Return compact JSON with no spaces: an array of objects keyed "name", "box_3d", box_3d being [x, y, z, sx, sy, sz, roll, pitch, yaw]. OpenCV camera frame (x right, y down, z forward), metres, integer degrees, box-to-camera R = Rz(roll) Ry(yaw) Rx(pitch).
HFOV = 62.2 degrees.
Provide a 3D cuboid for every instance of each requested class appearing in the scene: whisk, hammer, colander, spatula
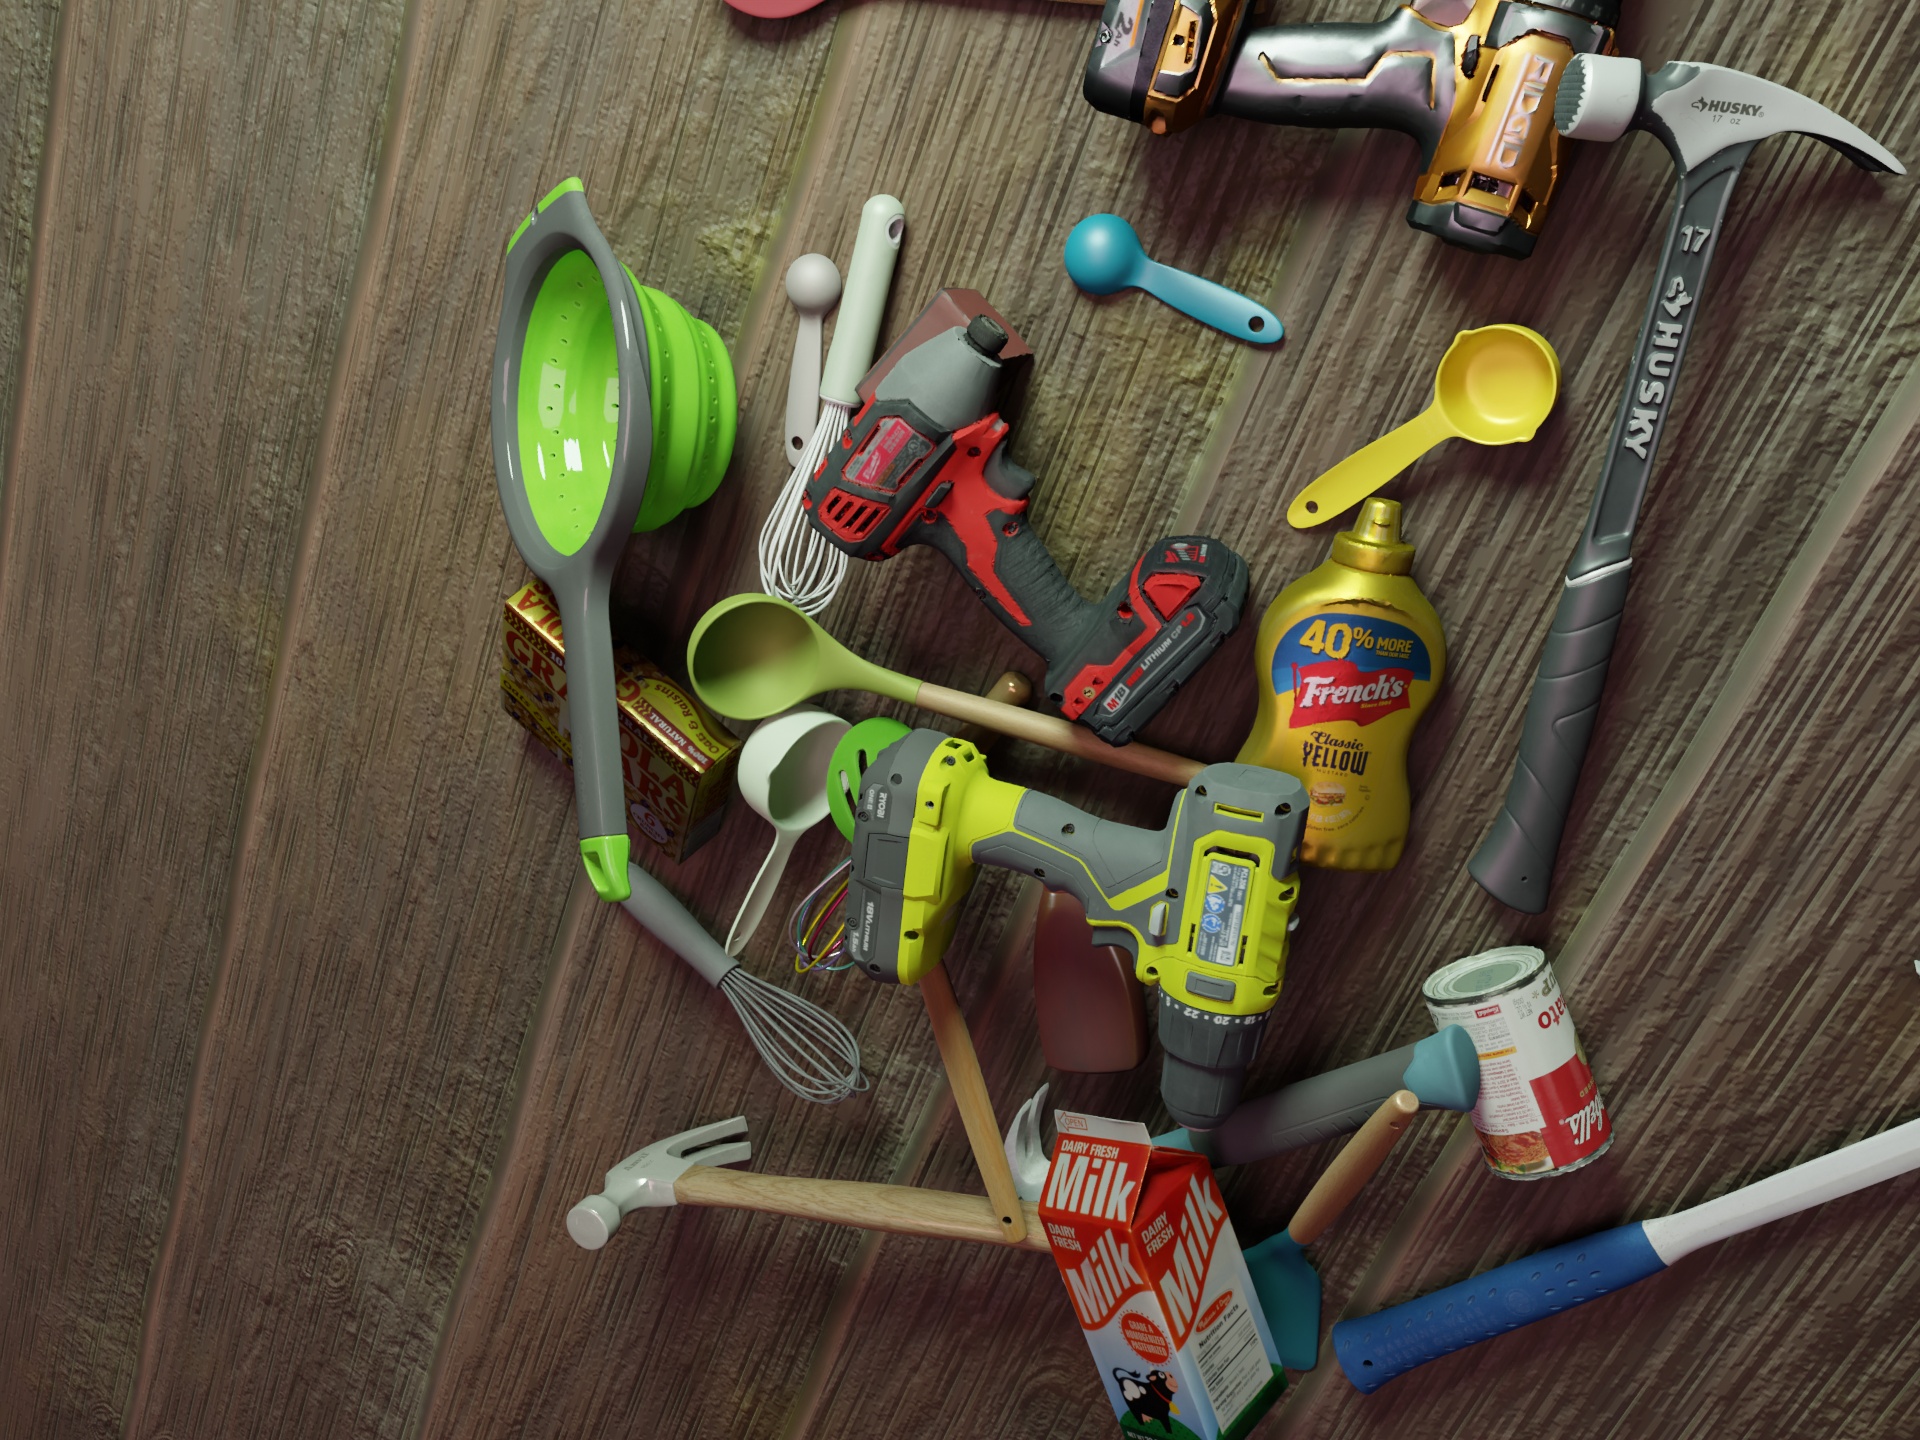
[{"name":"whisk","box_3d":[-0.071,-0.177,0.913,0.059,0.057,0.246,23,107,27]},{"name":"whisk","box_3d":[-0.032,0.068,0.962,0.051,0.047,0.245,42,113,10]},{"name":"hammer","box_3d":[0.373,0.266,0.838,0.405,0.035,0.144,-34,89,27]},{"name":"whisk","box_3d":[-0.151,0.166,1.041,0.239,0.055,0.055,40,116,15]},{"name":"colander","box_3d":[-0.183,-0.098,0.909,0.204,0.094,0.397,-13,82,54]},{"name":"hammer","box_3d":[0.148,0.237,0.896,0.331,0.033,0.128,-32,90,40]},{"name":"spatula","box_3d":[0.191,0.276,0.853,0.082,0.044,0.317,14,143,4]},{"name":"hammer","box_3d":[-0.072,0.300,0.993,0.331,0.130,0.031,-1,104,22]},{"name":"hammer","box_3d":[0.313,-0.091,0.756,0.149,0.036,0.408,6,113,-3]}]

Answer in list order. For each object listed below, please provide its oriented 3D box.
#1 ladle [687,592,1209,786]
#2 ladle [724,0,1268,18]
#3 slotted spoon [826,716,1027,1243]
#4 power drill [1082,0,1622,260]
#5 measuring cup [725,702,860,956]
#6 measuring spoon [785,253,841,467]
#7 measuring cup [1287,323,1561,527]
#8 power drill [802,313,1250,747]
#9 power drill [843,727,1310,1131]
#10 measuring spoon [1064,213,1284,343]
[{"name":"ladle","box_3d":[-0.001,-0.003,0.893,0.320,0.062,0.078,16,117,11]},{"name":"ladle","box_3d":[0.006,-0.392,0.832,0.315,0.031,0.069,15,112,18]},{"name":"slotted spoon","box_3d":[-0.014,0.149,0.923,0.070,0.031,0.314,-19,86,20]},{"name":"power drill","box_3d":[0.189,-0.333,0.730,0.226,0.084,0.185,20,111,7]},{"name":"measuring cup","box_3d":[-0.119,0.065,0.971,0.038,0.083,0.167,33,106,31]},{"name":"measuring spoon","box_3d":[-0.093,-0.208,0.928,0.034,0.018,0.124,14,110,20]},{"name":"measuring cup","box_3d":[0.231,-0.143,0.804,0.156,0.029,0.062,-34,89,39]},{"name":"power drill","box_3d":[0.039,-0.102,0.835,0.219,0.079,0.143,38,117,-6]},{"name":"power drill","box_3d":[0.059,0.104,0.837,0.228,0.080,0.190,12,106,17]},{"name":"measuring spoon","box_3d":[0.109,-0.227,0.831,0.129,0.021,0.042,29,113,16]}]
